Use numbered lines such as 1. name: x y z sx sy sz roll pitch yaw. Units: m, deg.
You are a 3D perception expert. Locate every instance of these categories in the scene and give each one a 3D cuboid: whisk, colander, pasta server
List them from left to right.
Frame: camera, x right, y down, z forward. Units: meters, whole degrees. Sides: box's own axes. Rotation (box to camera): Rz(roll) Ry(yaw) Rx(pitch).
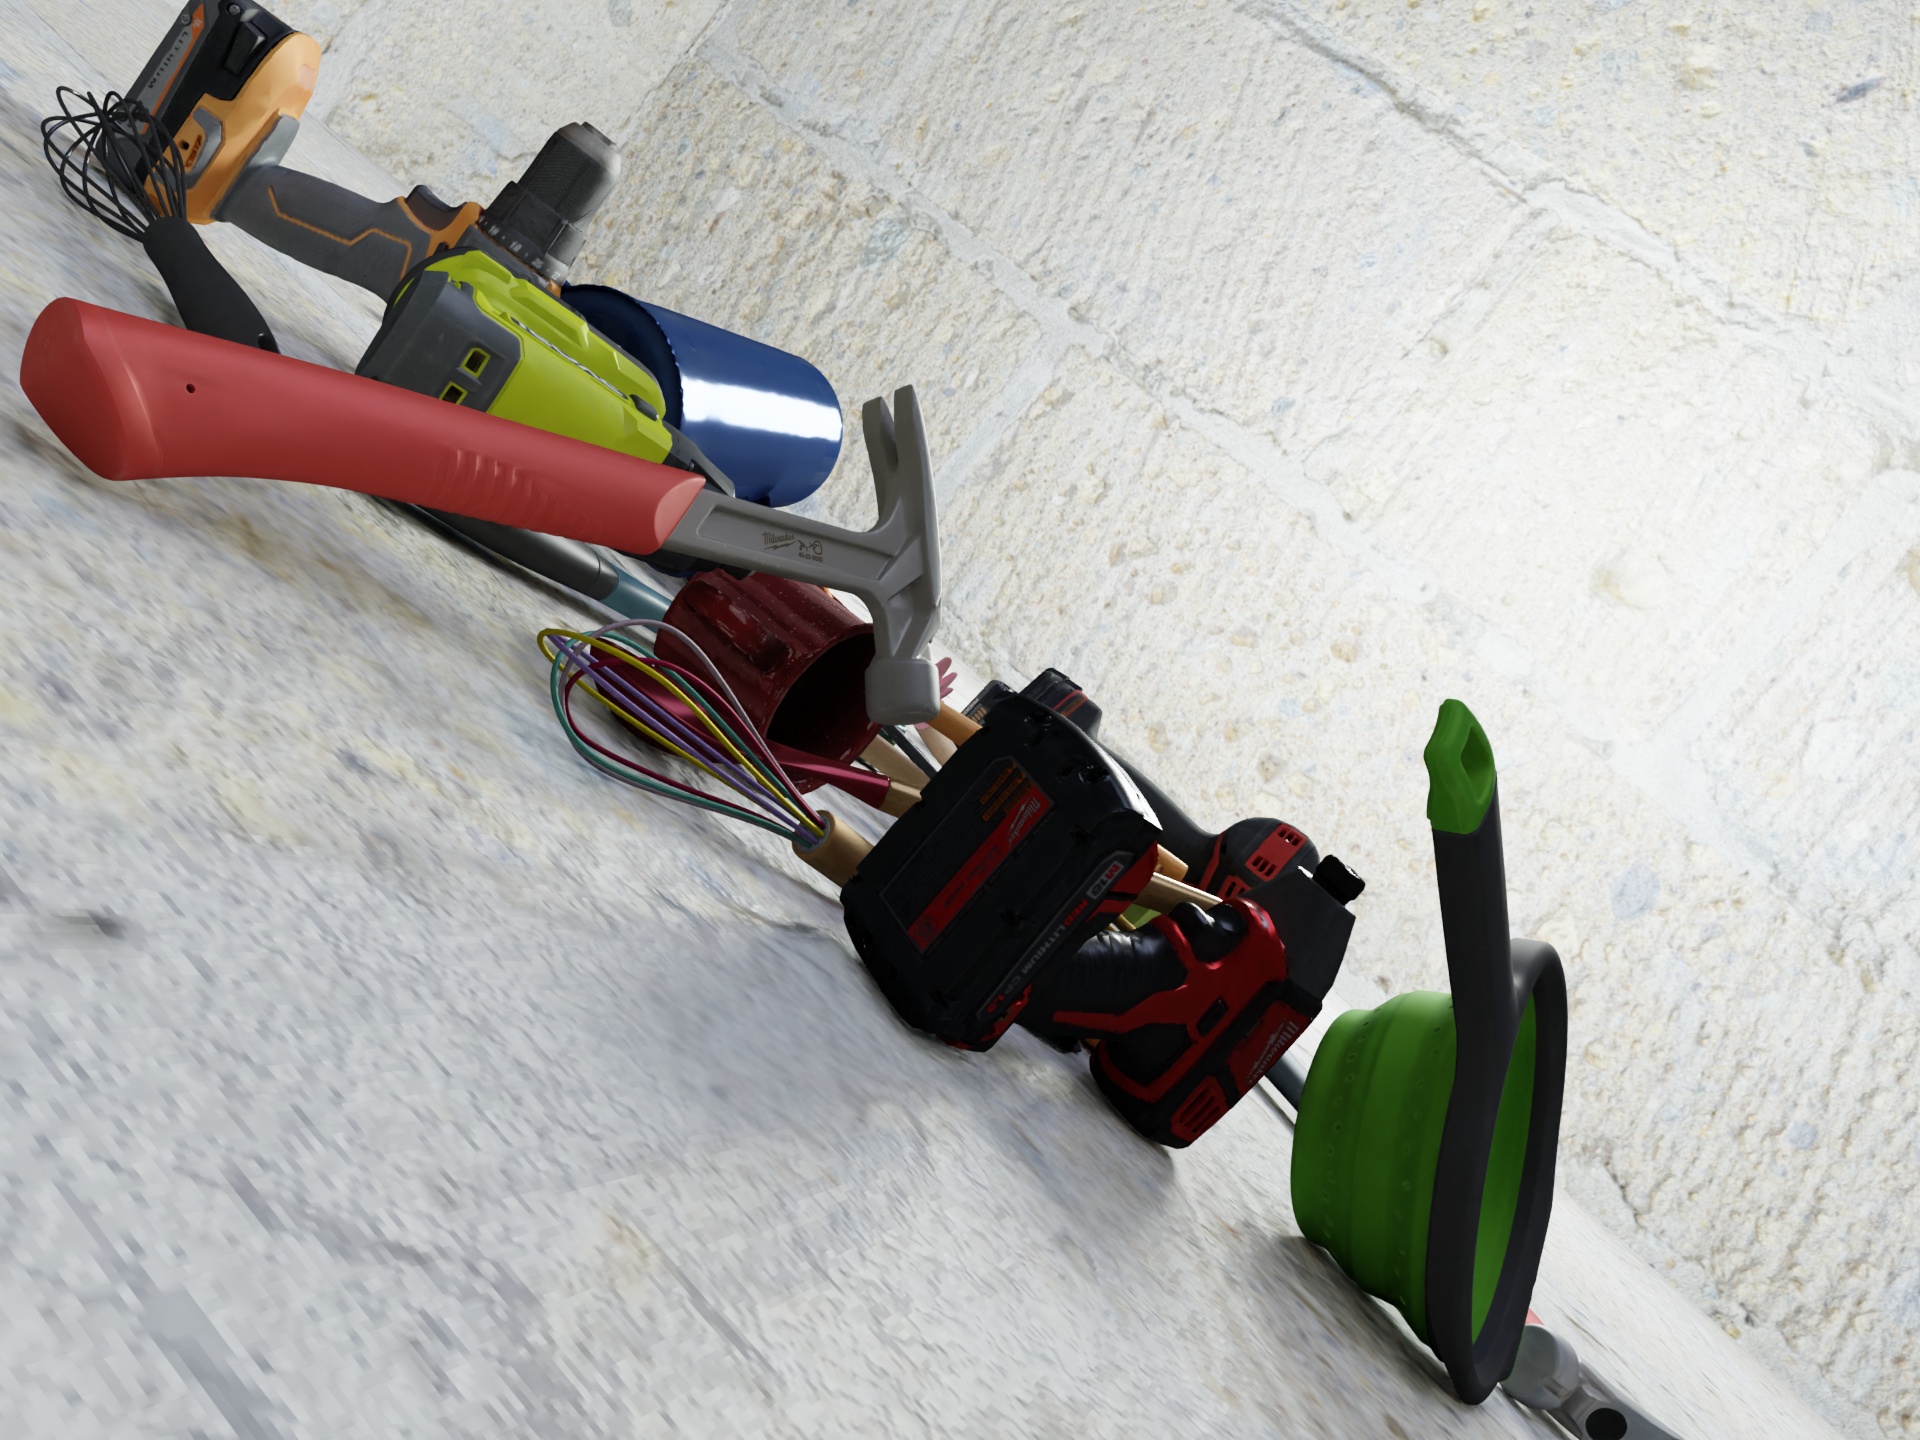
1. whisk: -0.337 -0.206 0.677 0.239 0.055 0.055 48 7 31
2. whisk: -0.066 0.034 0.596 0.244 0.047 0.051 43 33 -43
3. pasta server: -0.018 0.000 1.117 0.060 0.040 0.316 34 -7 16
4. colander: 0.189 0.138 0.680 0.094 0.205 0.396 7 -42 30

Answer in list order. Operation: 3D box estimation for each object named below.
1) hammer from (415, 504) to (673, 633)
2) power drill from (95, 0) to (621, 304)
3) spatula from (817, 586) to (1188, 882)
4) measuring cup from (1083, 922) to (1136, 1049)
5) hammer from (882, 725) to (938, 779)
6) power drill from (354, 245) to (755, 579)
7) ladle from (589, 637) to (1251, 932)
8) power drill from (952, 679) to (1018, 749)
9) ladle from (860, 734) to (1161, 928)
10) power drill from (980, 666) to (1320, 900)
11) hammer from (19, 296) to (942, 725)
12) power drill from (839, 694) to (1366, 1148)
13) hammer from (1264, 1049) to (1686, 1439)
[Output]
1. hammer: -0.182 -0.074 0.755 0.128 0.033 0.330 42 5 33
2. power drill: -0.312 -0.291 0.856 0.226 0.185 0.084 37 6 -11
3. spatula: -0.001 -0.003 0.941 0.322 0.081 0.041 33 39 5
4. measuring cup: 0.052 0.112 0.786 0.174 0.052 0.095 39 4 10
5. hammer: 0.006 0.049 0.855 0.409 0.036 0.149 47 -3 1
6. power drill: -0.178 -0.135 0.705 0.171 0.080 0.223 33 6 -28
7. ladle: -0.010 0.037 0.666 0.315 0.031 0.069 22 10 -19
8. power drill: 0.078 0.064 1.331 0.164 0.084 0.227 35 11 -47
9. ladle: -0.018 0.034 0.948 0.320 0.078 0.062 37 -37 7
10. power drill: 0.110 0.091 1.015 0.227 0.080 0.187 35 -37 20
11. hammer: -0.129 -0.088 0.558 0.358 0.037 0.149 9 72 -51
12. power drill: 0.071 0.084 0.625 0.219 0.143 0.079 33 11 -44
13. hammer: 0.265 0.285 0.954 0.143 0.038 0.387 40 4 -29
